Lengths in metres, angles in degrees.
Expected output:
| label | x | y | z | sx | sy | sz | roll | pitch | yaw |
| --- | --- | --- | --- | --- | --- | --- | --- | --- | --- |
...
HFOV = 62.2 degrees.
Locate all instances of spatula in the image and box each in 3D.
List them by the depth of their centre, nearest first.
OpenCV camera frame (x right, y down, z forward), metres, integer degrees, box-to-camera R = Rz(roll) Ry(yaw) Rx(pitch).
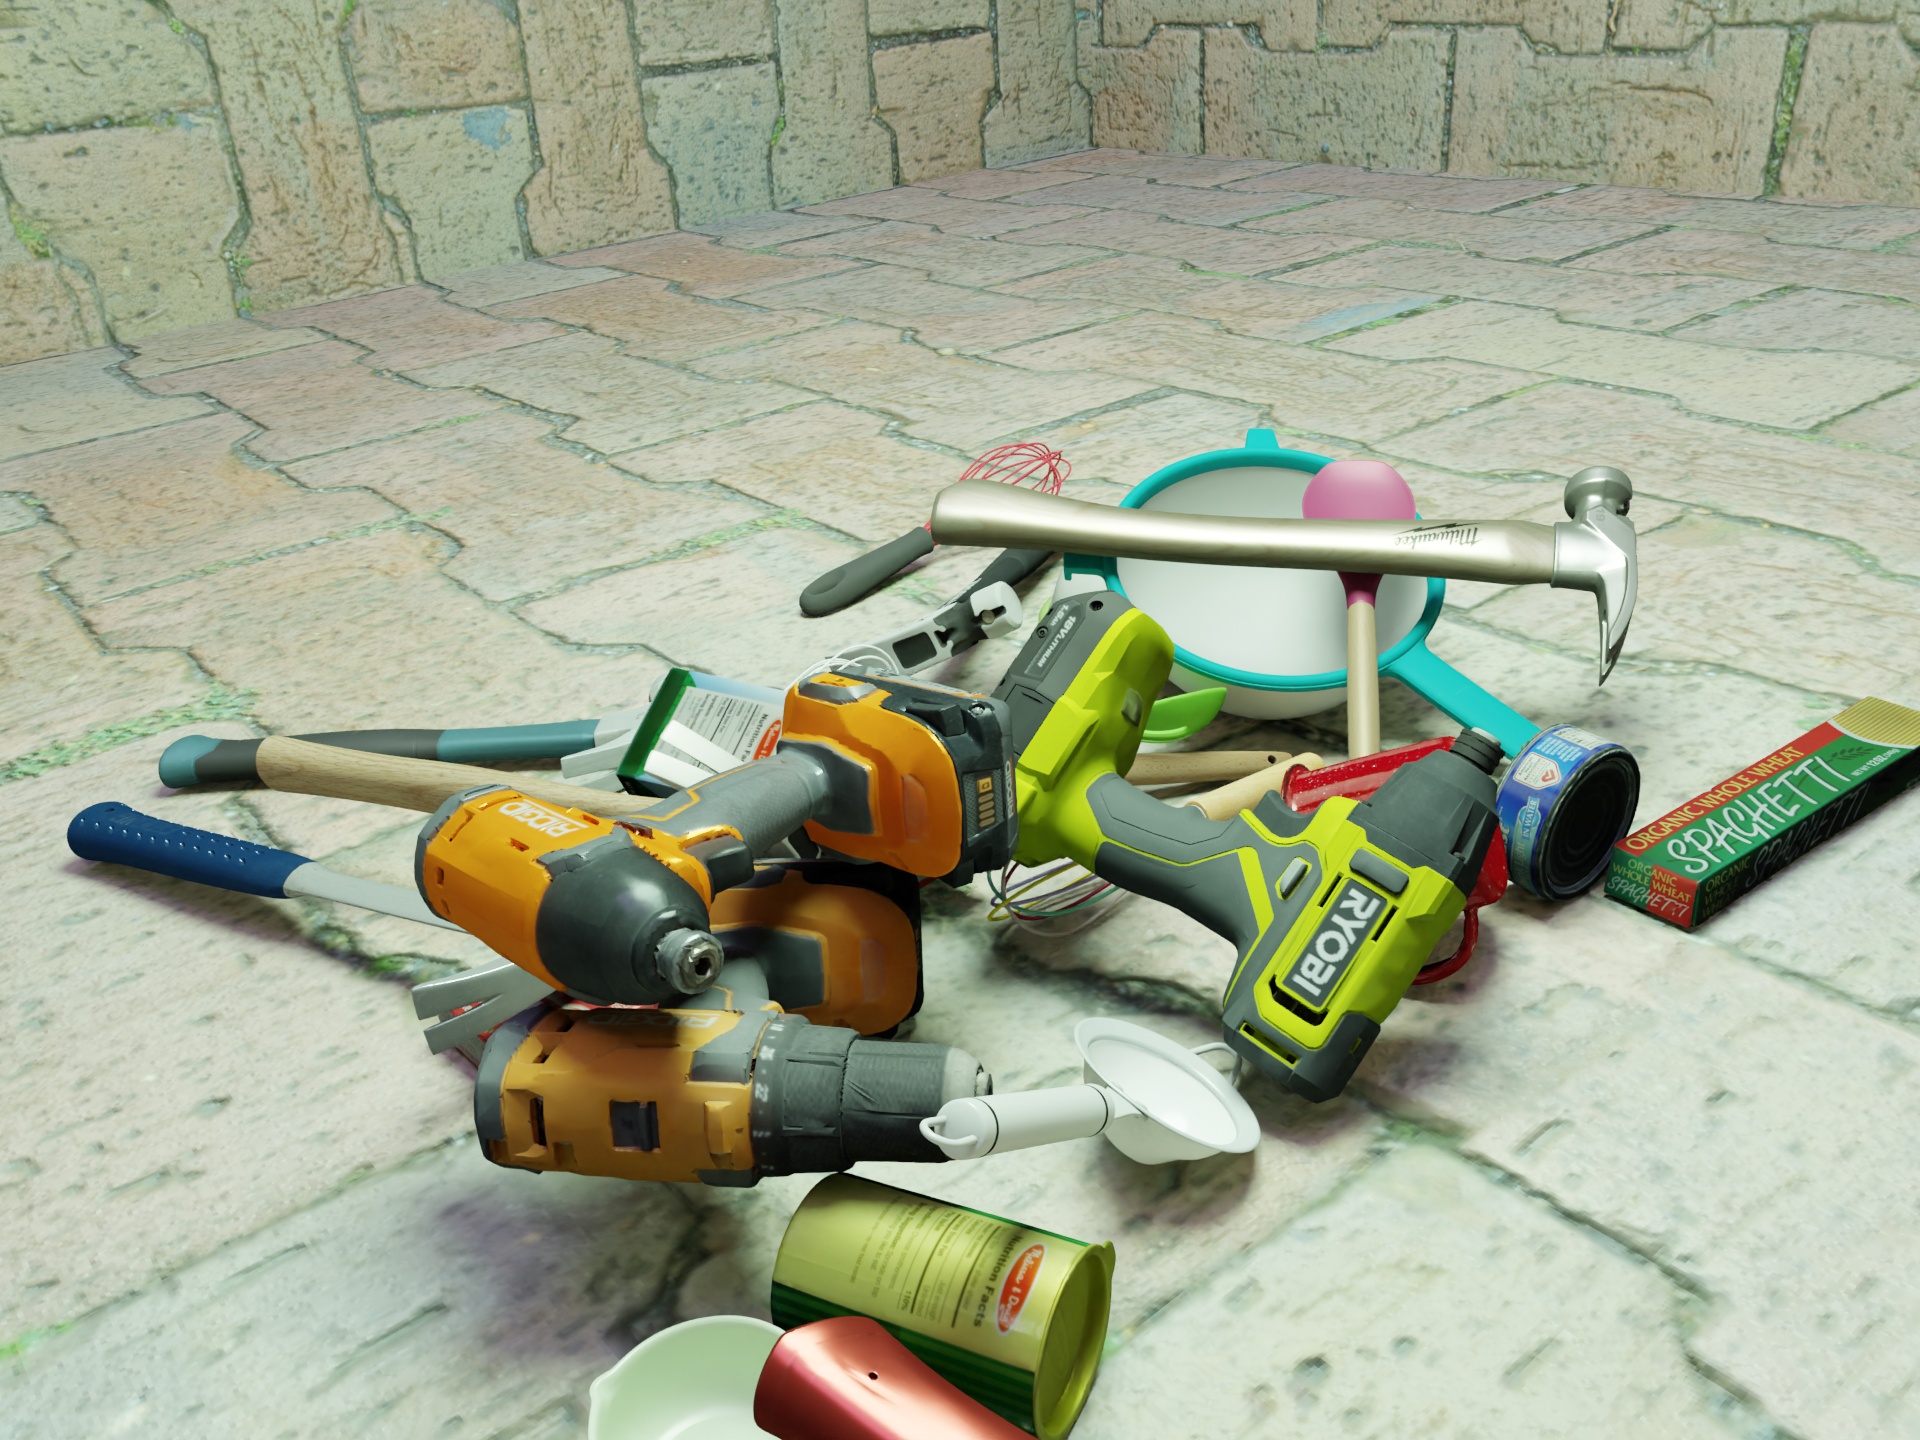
| label | x | y | z | sx | sy | sz | roll | pitch | yaw |
| --- | --- | --- | --- | --- | --- | --- | --- | --- | --- |
| spatula | 0.037 | 0.033 | 0.915 | 0.317 | 0.044 | 0.082 | -2 | 64 | -11 |

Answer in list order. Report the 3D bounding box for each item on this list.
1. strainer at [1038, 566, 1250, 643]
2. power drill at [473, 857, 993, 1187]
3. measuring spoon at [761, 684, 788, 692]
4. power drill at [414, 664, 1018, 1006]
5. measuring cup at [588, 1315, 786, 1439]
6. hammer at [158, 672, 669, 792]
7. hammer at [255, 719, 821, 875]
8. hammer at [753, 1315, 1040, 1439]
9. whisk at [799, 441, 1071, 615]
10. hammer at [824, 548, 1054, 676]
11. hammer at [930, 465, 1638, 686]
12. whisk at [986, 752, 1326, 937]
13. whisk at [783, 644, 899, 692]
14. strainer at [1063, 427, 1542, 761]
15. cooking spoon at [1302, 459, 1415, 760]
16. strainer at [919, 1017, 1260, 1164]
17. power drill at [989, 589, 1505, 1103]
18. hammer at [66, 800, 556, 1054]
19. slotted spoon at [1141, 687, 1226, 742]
| label | x | y | z | sx | sy | sz | roll | pitch | yaw |
| --- | --- | --- | --- | --- | --- | --- | --- | --- | --- |
| strainer | 0.137 | -0.125 | 1.179 | 0.151 | 0.069 | 0.256 | 0 | 29 | 9 |
| power drill | -0.068 | 0.121 | 0.656 | 0.185 | 0.084 | 0.226 | 0 | 11 | 10 |
| measuring spoon | -0.153 | 0.015 | 1.019 | 0.034 | 0.018 | 0.124 | 14 | 39 | 32 |
| power drill | -0.082 | 0.048 | 0.645 | 0.226 | 0.084 | 0.164 | -19 | 23 | -38 |
| measuring cup | -0.095 | 0.262 | 0.492 | 0.083 | 0.038 | 0.168 | 3 | 30 | 16 |
| hammer | -0.343 | 0.017 | 1.019 | 0.331 | 0.033 | 0.128 | -4 | 26 | 3 |
| hammer | -0.229 | 0.041 | 0.829 | 0.331 | 0.129 | 0.031 | 7 | 51 | 19 |
| hammer | 0.096 | 0.259 | 0.427 | 0.359 | 0.036 | 0.149 | 16 | 33 | 23 |
| whisk | -0.016 | -0.153 | 1.280 | 0.073 | 0.073 | 0.296 | 21 | 43 | 41 |
| hammer | 0.021 | -0.099 | 1.151 | 0.146 | 0.035 | 0.335 | -23 | 11 | 26 |
| hammer | 0.180 | -0.100 | 0.942 | 0.411 | 0.038 | 0.146 | 5 | 51 | 15 |
| whisk | 0.109 | 0.060 | 0.856 | 0.245 | 0.047 | 0.051 | -19 | 42 | -34 |
| whisk | -0.141 | 0.033 | 0.936 | 0.284 | 0.070 | 0.070 | -30 | 36 | -32 |
| strainer | 0.236 | -0.036 | 0.986 | 0.211 | 0.095 | 0.341 | -35 | 59 | -25 |
| cooking spoon | 0.232 | -0.045 | 0.920 | 0.069 | 0.017 | 0.319 | 1 | 49 | 11 |
| strainer | 0.049 | 0.146 | 0.595 | 0.087 | 0.050 | 0.258 | 35 | 8 | 28 |
| power drill | 0.118 | 0.039 | 0.720 | 0.223 | 0.171 | 0.080 | 33 | -1 | 30 |
| hammer | -0.344 | 0.087 | 0.838 | 0.406 | 0.035 | 0.144 | 6 | 27 | 31 |
| slotted spoon | -0.001 | -0.003 | 0.924 | 0.313 | 0.031 | 0.070 | 0 | -9 | -2 |
